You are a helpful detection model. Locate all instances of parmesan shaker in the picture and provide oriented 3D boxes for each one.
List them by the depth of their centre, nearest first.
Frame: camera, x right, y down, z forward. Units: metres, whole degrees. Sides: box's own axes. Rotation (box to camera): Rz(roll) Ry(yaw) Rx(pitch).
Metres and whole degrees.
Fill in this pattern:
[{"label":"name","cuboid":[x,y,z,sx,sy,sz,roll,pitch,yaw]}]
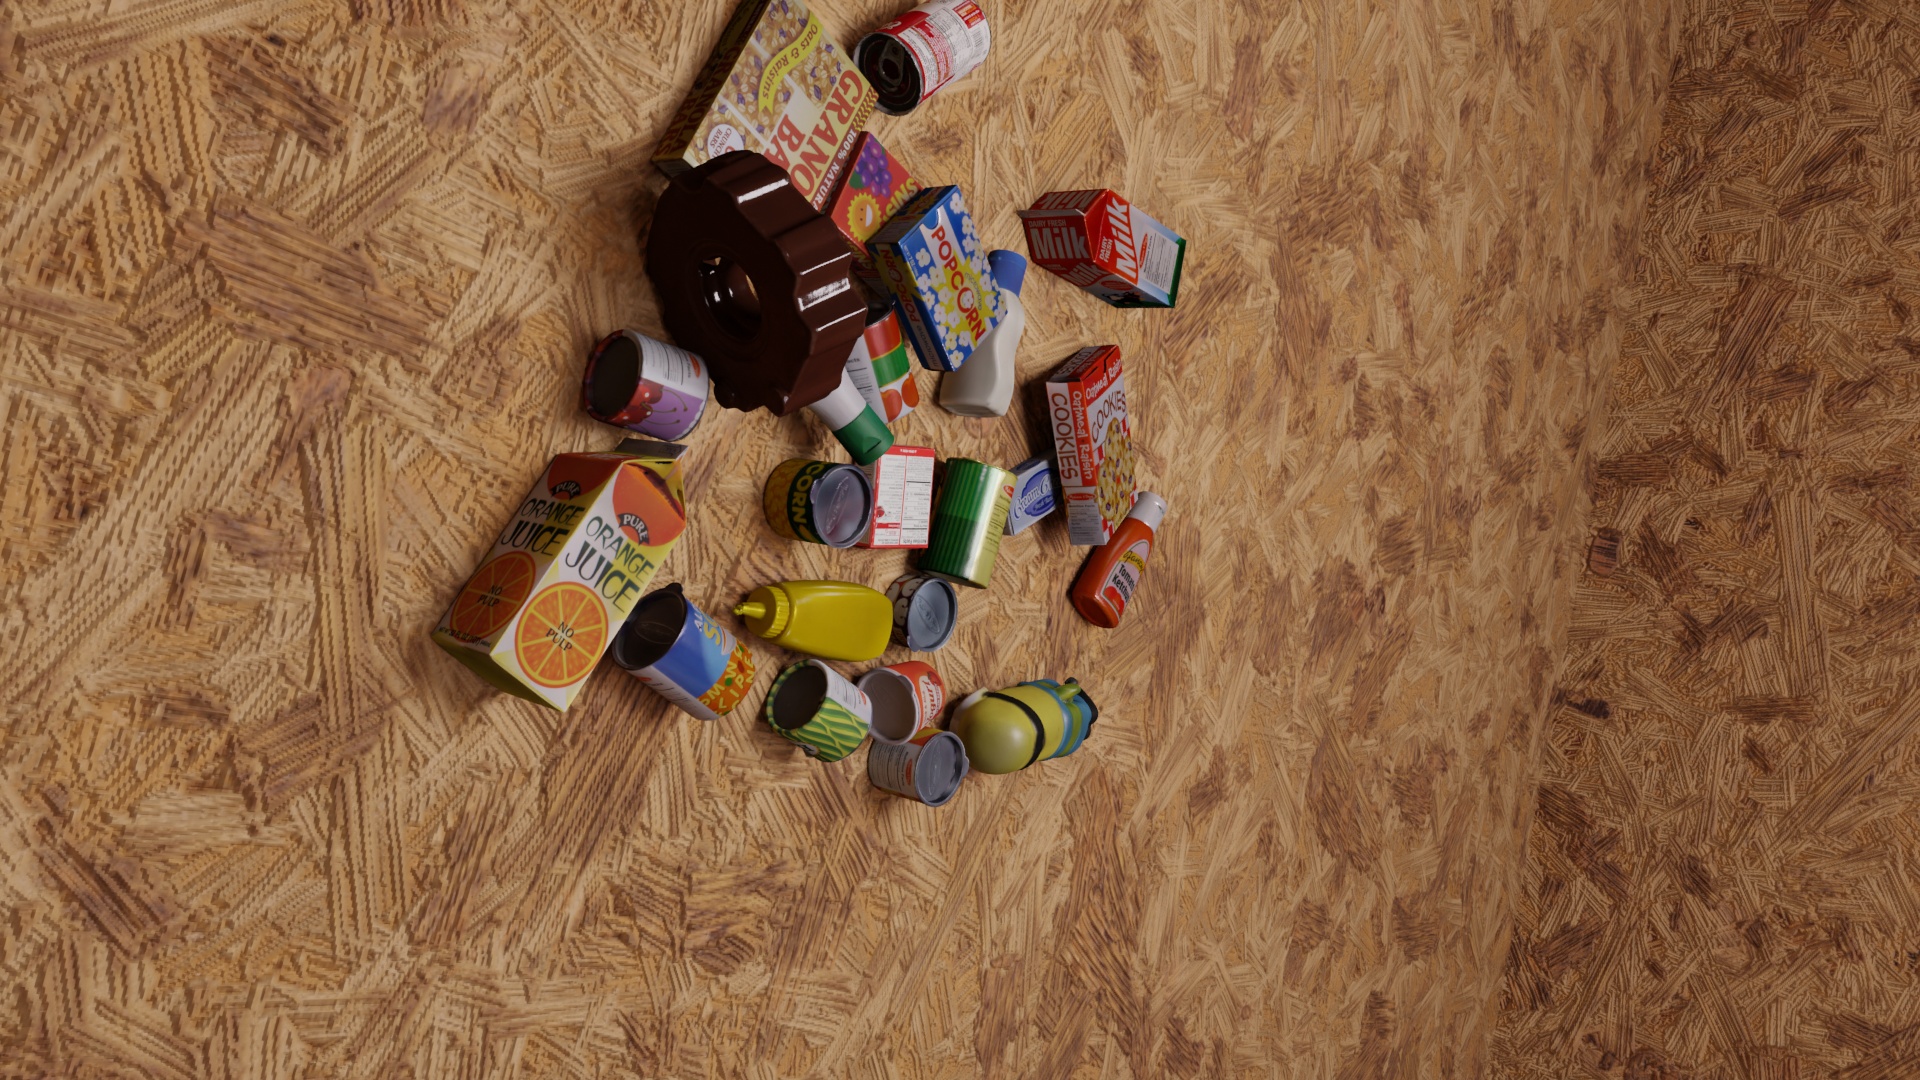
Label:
[{"label":"parmesan shaker","cuboid":[0.004,-0.015,1.224,0.071,0.071,0.103,25,78,-49]}]

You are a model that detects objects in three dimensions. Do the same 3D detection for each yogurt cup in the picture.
[{"label":"yogurt cup","cuboid":[-0.049,0.136,1.190,0.054,0.072,0.072,-19,111,-55]}]

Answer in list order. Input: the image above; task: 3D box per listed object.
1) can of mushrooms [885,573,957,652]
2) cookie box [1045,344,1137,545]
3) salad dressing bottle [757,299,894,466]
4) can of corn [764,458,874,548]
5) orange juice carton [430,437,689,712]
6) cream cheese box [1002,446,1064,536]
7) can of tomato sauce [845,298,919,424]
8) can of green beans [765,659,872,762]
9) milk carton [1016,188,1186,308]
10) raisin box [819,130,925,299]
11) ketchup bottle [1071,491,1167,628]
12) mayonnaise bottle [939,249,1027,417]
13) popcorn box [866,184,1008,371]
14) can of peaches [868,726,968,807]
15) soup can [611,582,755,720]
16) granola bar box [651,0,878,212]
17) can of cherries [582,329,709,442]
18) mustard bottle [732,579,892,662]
[{"label":"can of mushrooms","cuboid":[-0.037,0.065,1.215,0.071,0.033,0.071,-12,106,-49]},{"label":"cookie box","cuboid":[0.132,-0.095,1.357,0.123,0.040,0.166,-46,130,-58]},{"label":"salad dressing bottle","cuboid":[-0.108,-0.122,1.061,0.064,0.044,0.147,-39,112,0]},{"label":"can of corn","cuboid":[-0.113,-0.031,1.089,0.071,0.058,0.071,-12,105,-48]},{"label":"orange juice carton","cuboid":[-0.253,0.009,0.920,0.072,0.072,0.193,51,59,-42]},{"label":"cream cheese box","cuboid":[0.068,-0.048,1.327,0.104,0.024,0.053,-31,117,-43]},{"label":"can of tomato sauce","cuboid":[-0.073,-0.142,1.112,0.071,0.071,0.082,-41,126,-38]},{"label":"can of green beans","cuboid":[-0.113,0.136,1.111,0.057,0.071,0.071,43,64,-44]},{"label":"milk carton","cuboid":[0.135,-0.284,1.331,0.190,0.072,0.073,15,85,-51]},{"label":"raisin box","cuboid":[-0.066,-0.259,1.123,0.123,0.040,0.086,37,69,-48]},{"label":"ketchup bottle","cuboid":[0.168,0.016,1.442,0.149,0.043,0.064,-59,135,-26]},{"label":"mayonnaise bottle","cuboid":[0.026,-0.183,1.229,0.041,0.065,0.148,30,70,-51]},{"label":"popcorn box","cuboid":[-0.016,-0.212,1.129,0.085,0.038,0.126,-50,132,-30]},{"label":"can of peaches","cuboid":[-0.037,0.195,1.217,0.071,0.058,0.071,-10,104,-49]},{"label":"soup can","cuboid":[-0.197,0.081,1.002,0.083,0.071,0.071,47,61,-44]},{"label":"granola bar box","cuboid":[-0.140,-0.306,1.027,0.124,0.039,0.166,42,64,-44]},{"label":"can of cherries","cuboid":[-0.217,-0.104,0.951,0.058,0.071,0.071,15,84,-50]},{"label":"mustard bottle","cuboid":[-0.122,0.060,1.101,0.160,0.049,0.065,13,85,-49]}]
